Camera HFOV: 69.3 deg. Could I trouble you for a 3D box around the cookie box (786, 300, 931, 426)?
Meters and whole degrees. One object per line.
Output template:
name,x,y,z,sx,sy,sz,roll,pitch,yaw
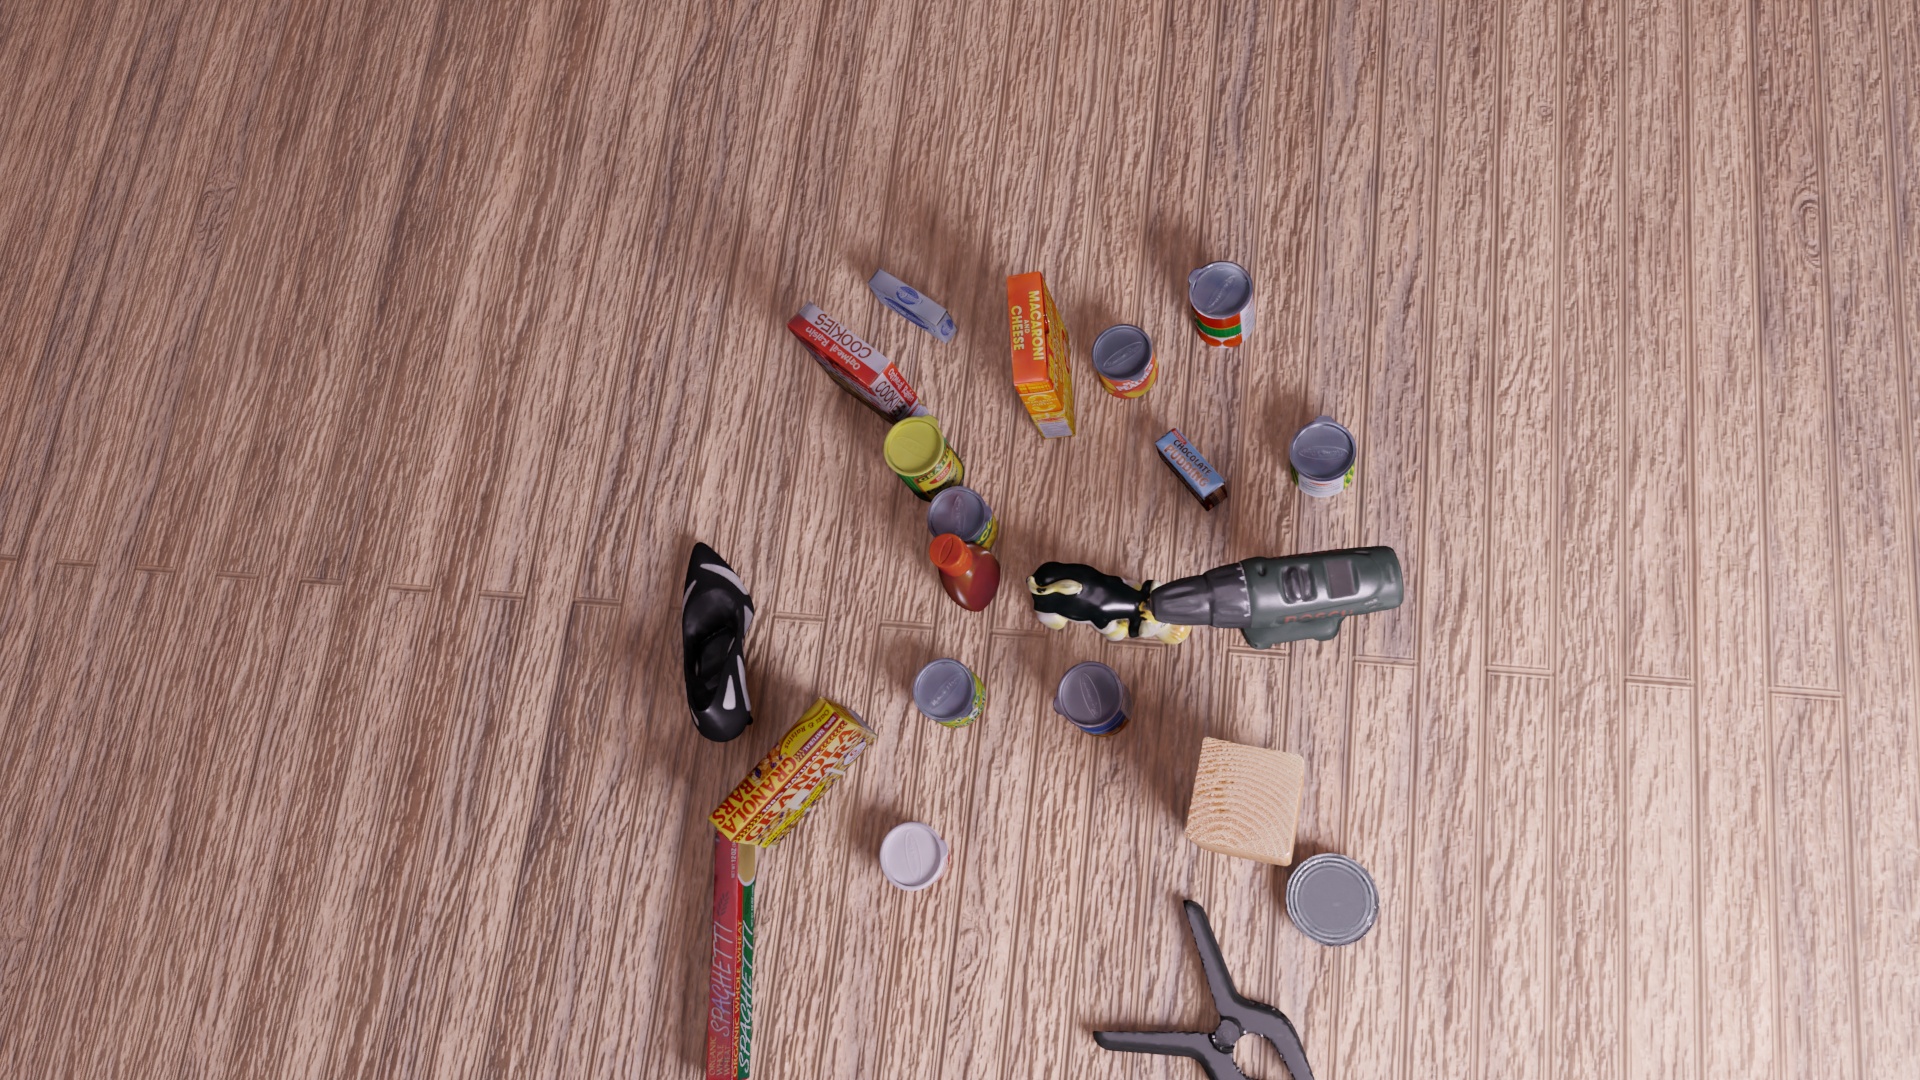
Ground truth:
cookie box,-0.109,-0.183,1.517,0.123,0.167,0.040,37,86,20

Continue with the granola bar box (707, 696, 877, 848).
granola bar box,-0.168,0.242,1.431,0.039,0.124,0.165,42,87,20

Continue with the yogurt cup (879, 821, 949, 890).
yogurt cup,-0.043,0.322,1.414,0.072,0.054,0.072,-4,74,13

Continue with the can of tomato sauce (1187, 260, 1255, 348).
can of tomato sauce,0.279,-0.252,1.487,0.071,0.083,0.071,-4,74,13

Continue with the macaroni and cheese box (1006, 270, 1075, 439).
macaroni and cheese box,0.088,-0.193,1.473,0.040,0.166,0.124,-7,73,12

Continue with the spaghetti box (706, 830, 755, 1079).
spaghetti box,-0.236,0.427,1.433,0.028,0.050,0.250,-5,73,13

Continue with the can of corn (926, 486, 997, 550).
can of corn,0.005,-0.019,1.500,0.071,0.058,0.071,-4,74,13

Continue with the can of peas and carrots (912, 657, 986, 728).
can of peas and carrots,-0.009,0.162,1.450,0.071,0.058,0.071,-4,74,13

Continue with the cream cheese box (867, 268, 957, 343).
cream cheese box,-0.054,-0.268,1.589,0.104,0.053,0.024,35,85,20

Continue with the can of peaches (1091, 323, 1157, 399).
can of peaches,0.180,-0.191,1.507,0.071,0.058,0.071,-4,74,13

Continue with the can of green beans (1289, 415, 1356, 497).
can of green beans,0.373,-0.083,1.429,0.071,0.057,0.071,-4,74,13

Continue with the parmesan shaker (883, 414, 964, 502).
parmesan shaker,-0.036,-0.088,1.506,0.071,0.103,0.071,-4,74,13

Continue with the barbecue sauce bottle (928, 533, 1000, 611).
barbecue sauce bottle,0.004,0.029,1.438,0.044,0.148,0.065,20,80,18

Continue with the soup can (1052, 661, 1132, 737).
soup can,0.134,0.162,1.402,0.071,0.083,0.071,-4,74,13

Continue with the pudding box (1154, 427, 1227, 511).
pudding box,0.244,-0.075,1.462,0.030,0.049,0.084,-38,69,1
